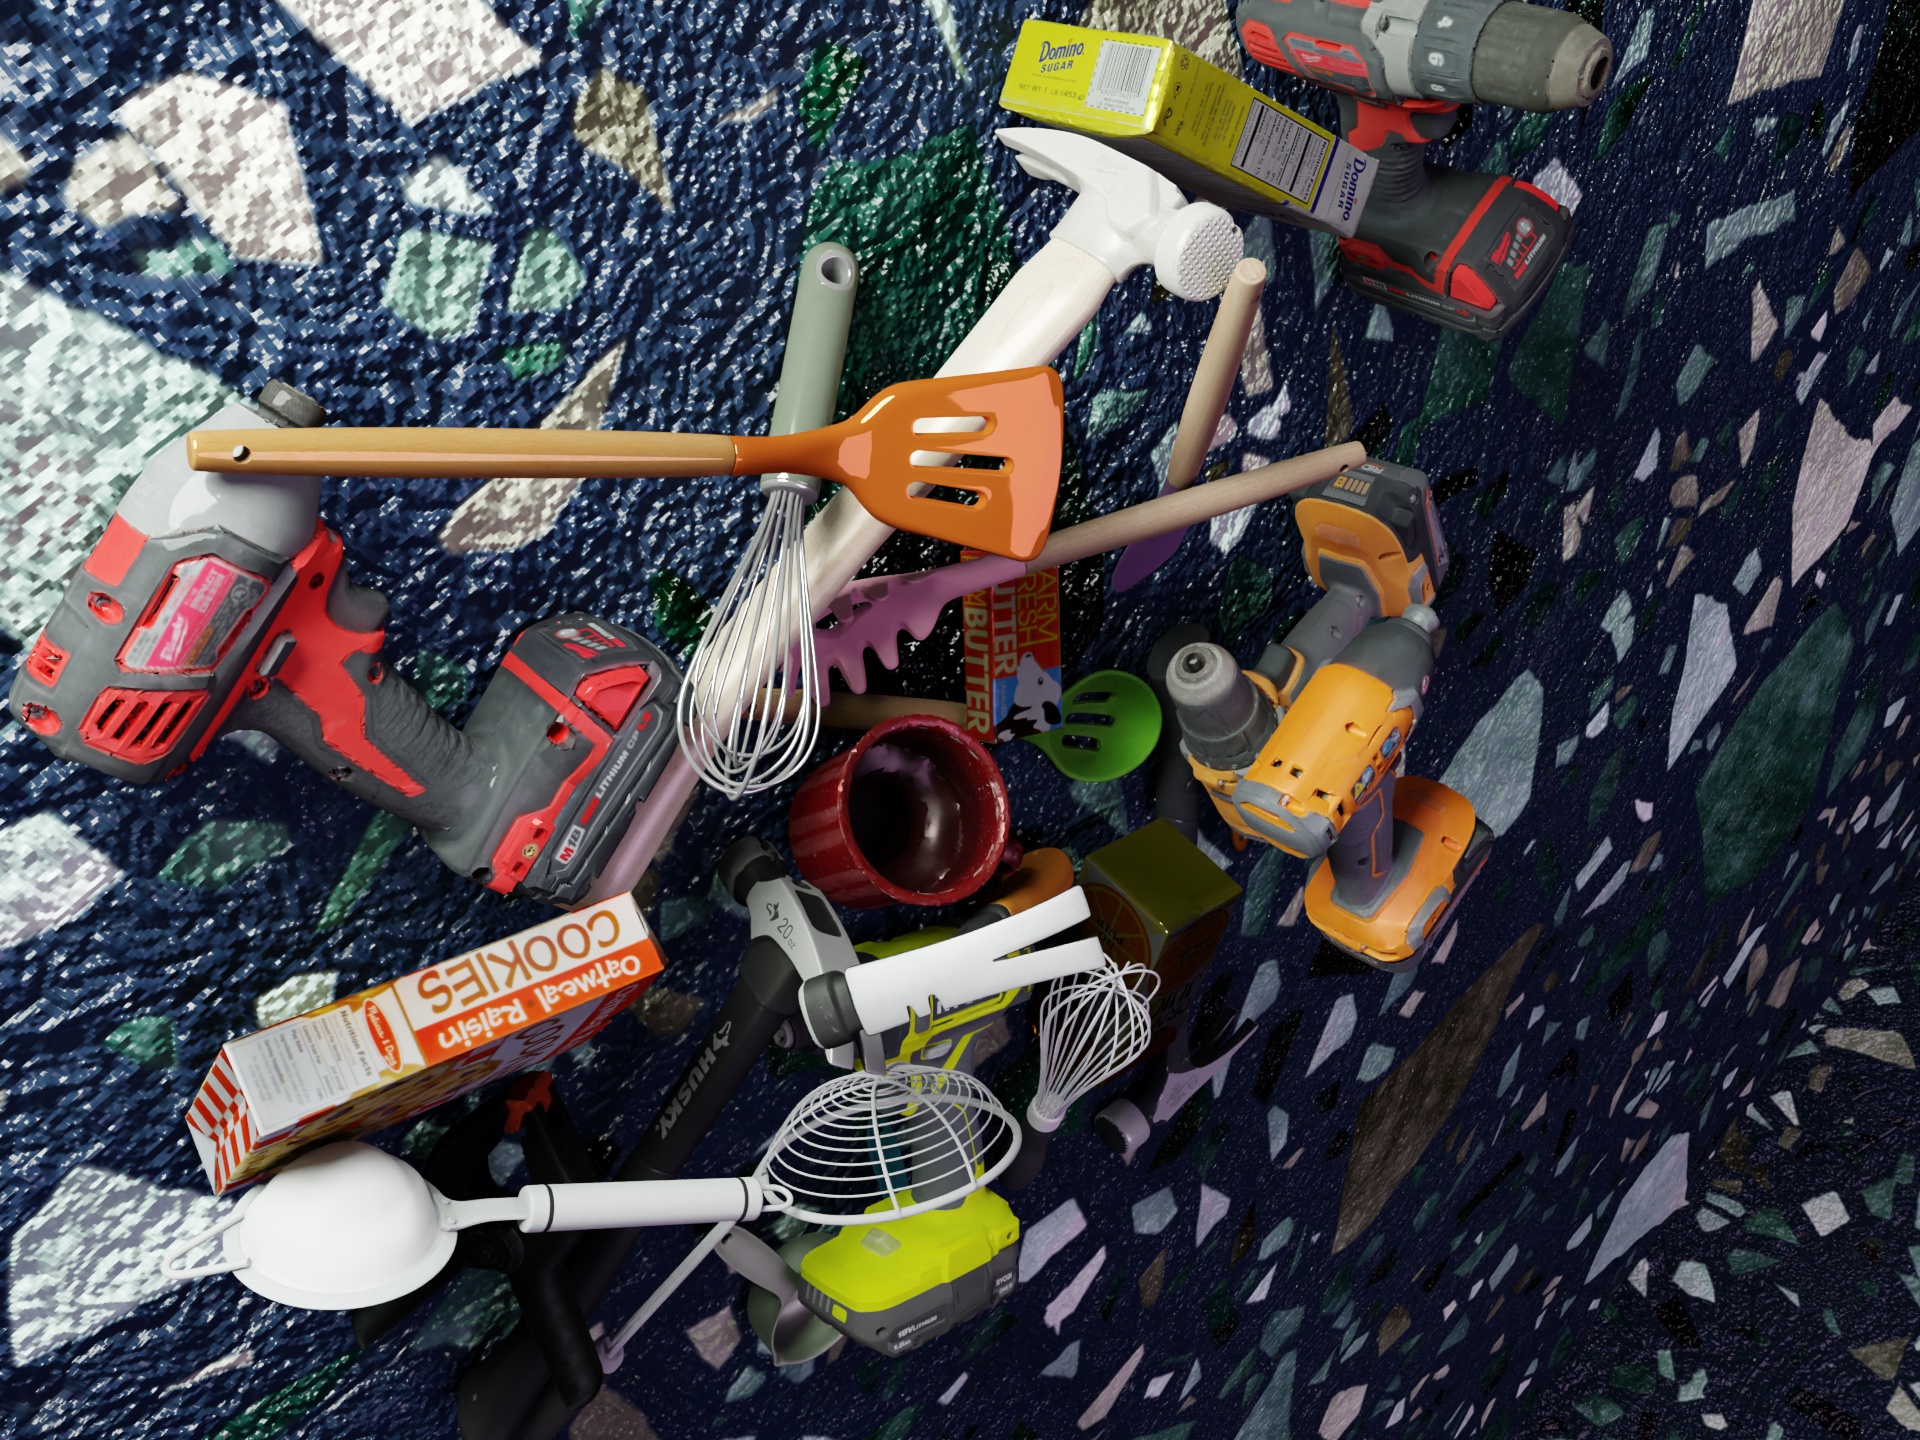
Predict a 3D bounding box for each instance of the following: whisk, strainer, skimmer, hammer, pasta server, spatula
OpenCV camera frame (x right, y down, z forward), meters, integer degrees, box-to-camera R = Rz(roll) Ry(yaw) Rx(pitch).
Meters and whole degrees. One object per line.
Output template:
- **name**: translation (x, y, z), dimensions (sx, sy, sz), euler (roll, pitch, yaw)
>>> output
- **whisk**: translation (0.060, 0.229, 0.990), dimensions (0.070, 0.070, 0.284), euler (-28, 152, -32)
- **strainer**: translation (-0.183, 0.199, 0.656), dimensions (0.258, 0.087, 0.050), euler (9, 110, -34)
- **whisk**: translation (-0.072, -0.087, 0.658), dimensions (0.057, 0.059, 0.246), euler (14, 75, -19)
- **skimmer**: translation (-0.121, 0.302, 0.807), dimensions (0.363, 0.090, 0.127), euler (-48, -177, 14)
- **hammer**: translation (-0.154, 0.230, 0.781), dimensions (0.035, 0.146, 0.334), euler (24, 104, -42)
- **pasta server**: translation (0.058, -0.081, 0.781), dimensions (0.316, 0.040, 0.060), euler (-18, 147, -9)
- **hammer**: translation (0.026, 0.097, 0.804), dimensions (0.337, 0.127, 0.034), euler (-12, 83, -78)
- **hammer**: translation (0.150, 0.115, 1.078), dimensions (0.149, 0.036, 0.408), euler (-29, 132, -32)
- **hammer**: translation (-0.058, -0.084, 0.706), dimensions (0.410, 0.146, 0.038), euler (-50, 139, 4)
- **spatula**: translation (0.111, -0.131, 0.784), dimensions (0.060, 0.018, 0.315), euler (-37, 167, -12)
- **spatula**: translation (-0.103, -0.096, 0.580), dimensions (0.322, 0.041, 0.081), euler (-6, 111, -34)

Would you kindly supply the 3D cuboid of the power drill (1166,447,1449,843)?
- **power drill**: translation (0.205, -0.056, 0.967), dimensions (0.226, 0.084, 0.185), euler (-58, 145, -12)

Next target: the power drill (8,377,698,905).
- **power drill**: translation (-0.213, -0.022, 0.595), dimensions (0.219, 0.079, 0.143), euler (31, 90, -47)

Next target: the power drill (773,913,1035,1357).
- **power drill**: translation (-0.033, 0.233, 0.909), dimensions (0.171, 0.080, 0.223), euler (-11, 106, -42)

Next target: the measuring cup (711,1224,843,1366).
- **measuring cup**: translation (-0.112, 0.322, 0.937), dimensions (0.083, 0.038, 0.167), euler (-47, 137, -14)

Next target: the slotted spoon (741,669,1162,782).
- **slotted spoon**: translation (-0.001, -0.003, 0.858), dimensions (0.313, 0.031, 0.070), euler (4, 107, -45)

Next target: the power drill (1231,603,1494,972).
- **power drill**: translation (0.255, 0.042, 0.964), dimensions (0.164, 0.084, 0.226), euler (-53, 140, -12)

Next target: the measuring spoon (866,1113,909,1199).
- **measuring spoon**: translation (-0.046, 0.294, 1.007), dimensions (0.042, 0.021, 0.128), euler (-29, 123, -29)

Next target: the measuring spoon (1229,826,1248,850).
- **measuring spoon**: translation (0.196, 0.048, 1.100), dimensions (0.021, 0.011, 0.116), euler (-32, 133, -28)

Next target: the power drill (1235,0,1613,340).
- **power drill**: translation (0.253, -0.295, 0.817), dimensions (0.080, 0.188, 0.226), euler (-55, 144, -3)
